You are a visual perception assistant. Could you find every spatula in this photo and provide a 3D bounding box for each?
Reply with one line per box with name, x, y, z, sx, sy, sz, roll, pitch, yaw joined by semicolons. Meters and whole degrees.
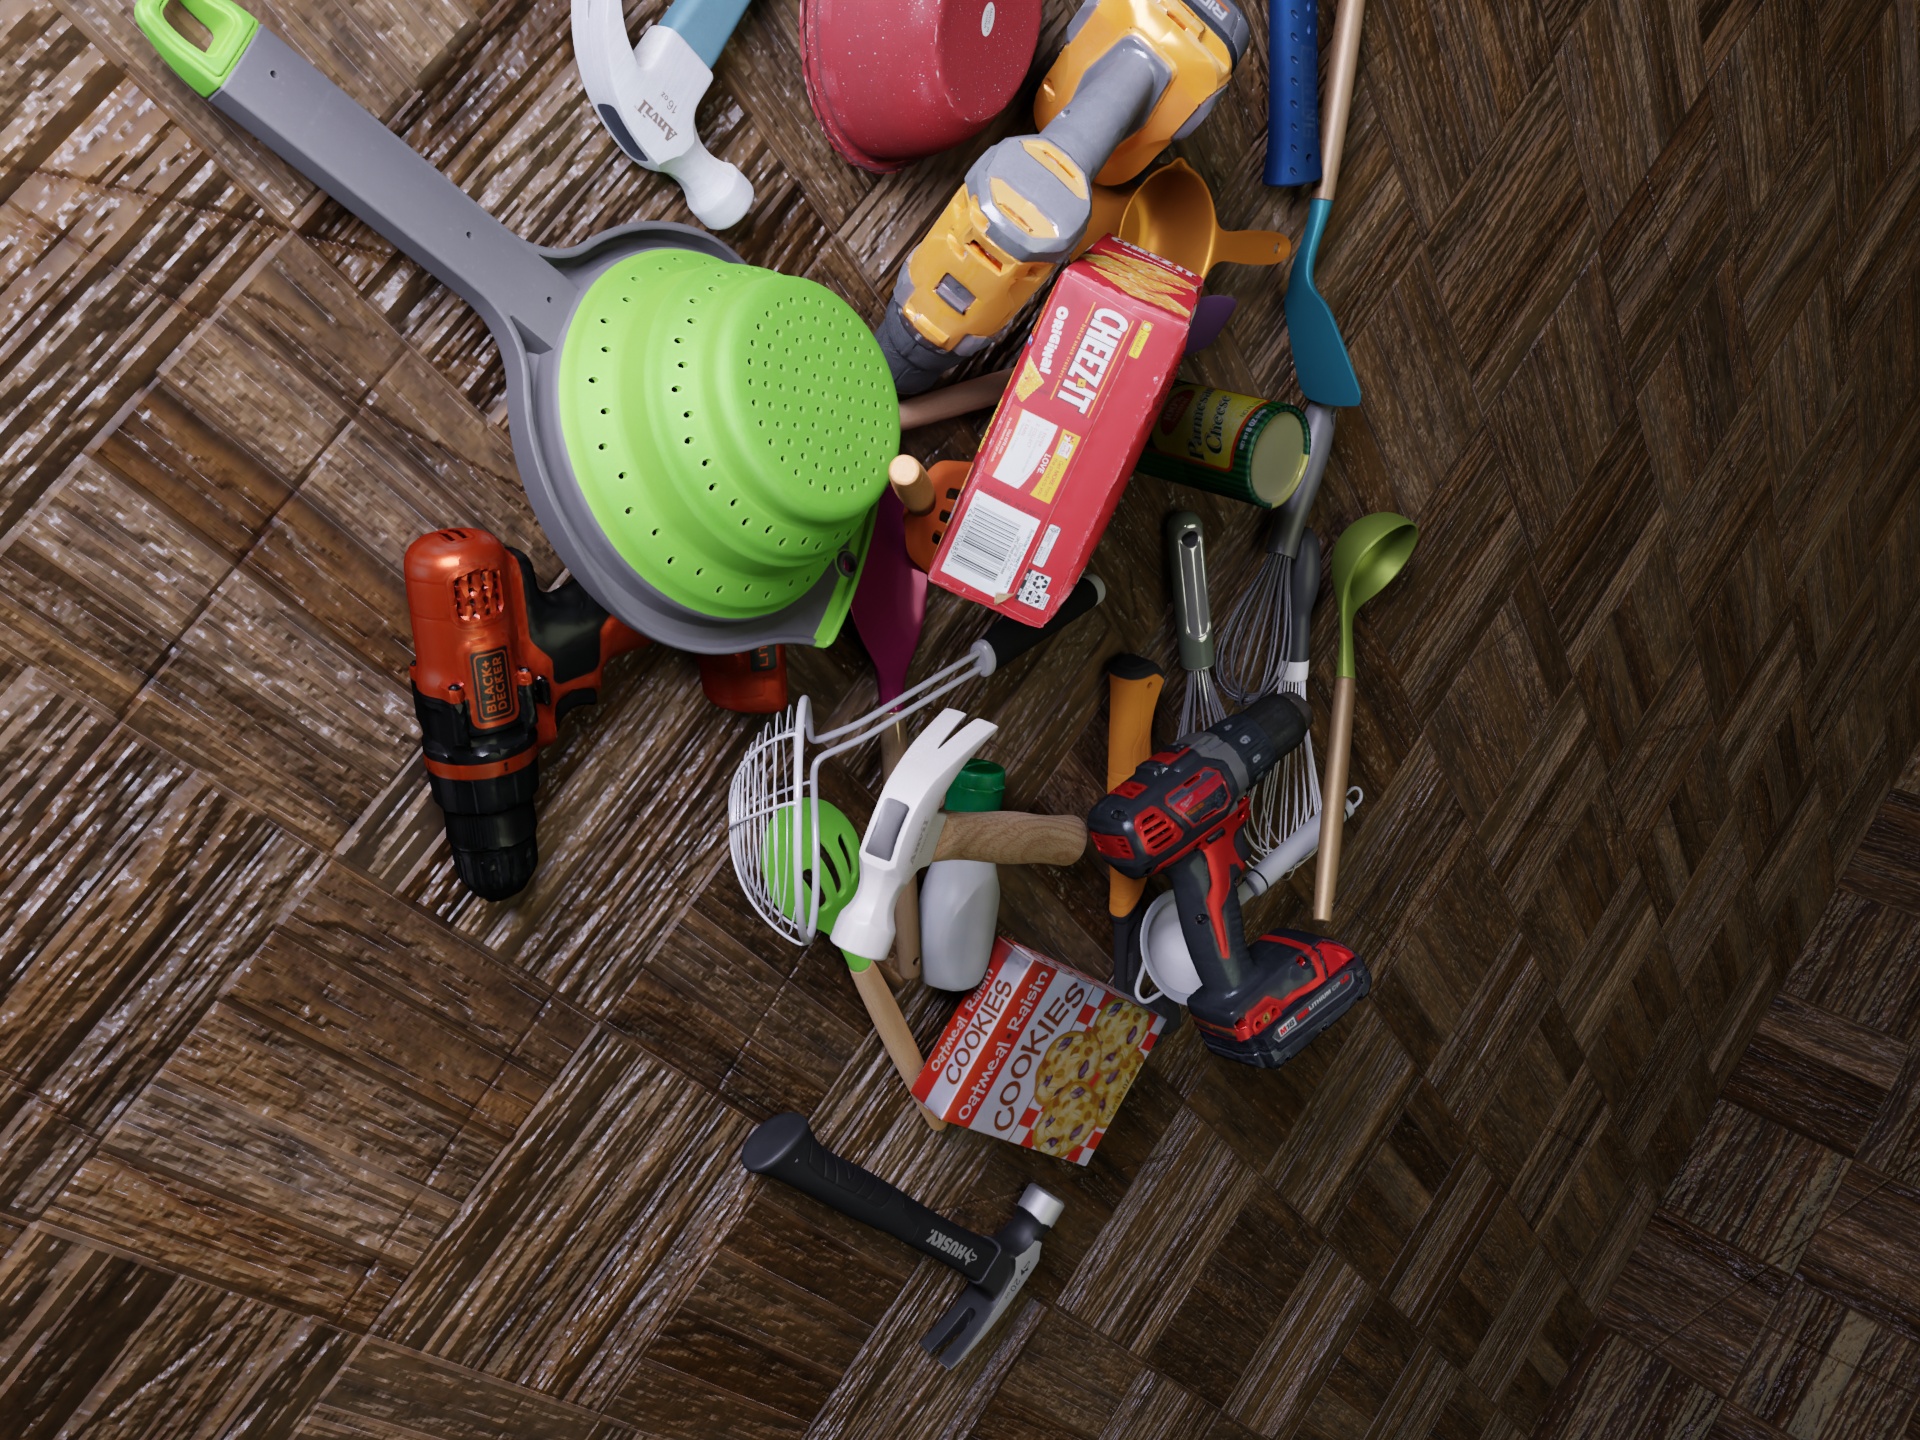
spatula;0.254;-0.373;1.062;0.044;0.082;0.317;2;104;-17
spatula;0.055;-0.210;0.951;0.316;0.018;0.059;-24;160;-33
spatula;-0.012;-0.110;0.807;0.322;0.041;0.081;-75;-176;-86

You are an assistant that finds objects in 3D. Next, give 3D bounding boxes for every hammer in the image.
hammer;0.203;-0.531;0.945;0.144;0.035;0.405;-29;127;-33
hammer;0.117;0.112;1.158;0.127;0.034;0.336;-24;124;-38
hammer;-0.068;-0.401;0.735;0.128;0.033;0.331;38;80;-48
hammer;0.020;0.067;0.940;0.130;0.031;0.331;-70;160;3
hammer;-0.045;0.349;1.103;0.146;0.035;0.334;-56;137;-11

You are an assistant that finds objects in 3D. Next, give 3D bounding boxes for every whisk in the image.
whisk;0.255;-0.009;1.228;0.070;0.070;0.284;-16;115;-40
whisk;0.236;-0.122;1.163;0.055;0.055;0.239;12;95;-47
whisk;0.170;-0.034;1.137;0.058;0.059;0.246;-15;118;-9

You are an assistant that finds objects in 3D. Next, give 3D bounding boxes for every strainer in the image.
strainer;0.214;0.128;1.190;0.258;0.050;0.087;-37;96;-20

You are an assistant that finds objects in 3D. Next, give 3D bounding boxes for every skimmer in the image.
skimmer;-0.001;-0.003;0.906;0.363;0.090;0.127;-34;134;-42

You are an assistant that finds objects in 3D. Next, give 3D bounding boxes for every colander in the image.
colander;-0.145;-0.176;0.676;0.396;0.094;0.205;37;56;-39

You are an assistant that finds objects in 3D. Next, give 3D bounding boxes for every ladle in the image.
ladle;0.302;-0.005;1.205;0.078;0.062;0.320;31;64;-60

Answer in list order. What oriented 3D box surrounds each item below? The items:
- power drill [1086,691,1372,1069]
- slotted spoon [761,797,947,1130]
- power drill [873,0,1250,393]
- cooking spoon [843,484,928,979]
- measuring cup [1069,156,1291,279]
power drill;0.205;0.106;1.118;0.188;0.080;0.226;-33;106;-23
slotted spoon;-0.055;0.170;1.017;0.070;0.031;0.313;-47;137;-29
power drill;0.040;-0.274;0.830;0.084;0.185;0.226;39;63;-9
cooking spoon;-0.040;0.016;0.955;0.069;0.017;0.318;-27;122;-45
measuring cup;0.135;-0.294;0.976;0.173;0.052;0.095;-14;117;-43
